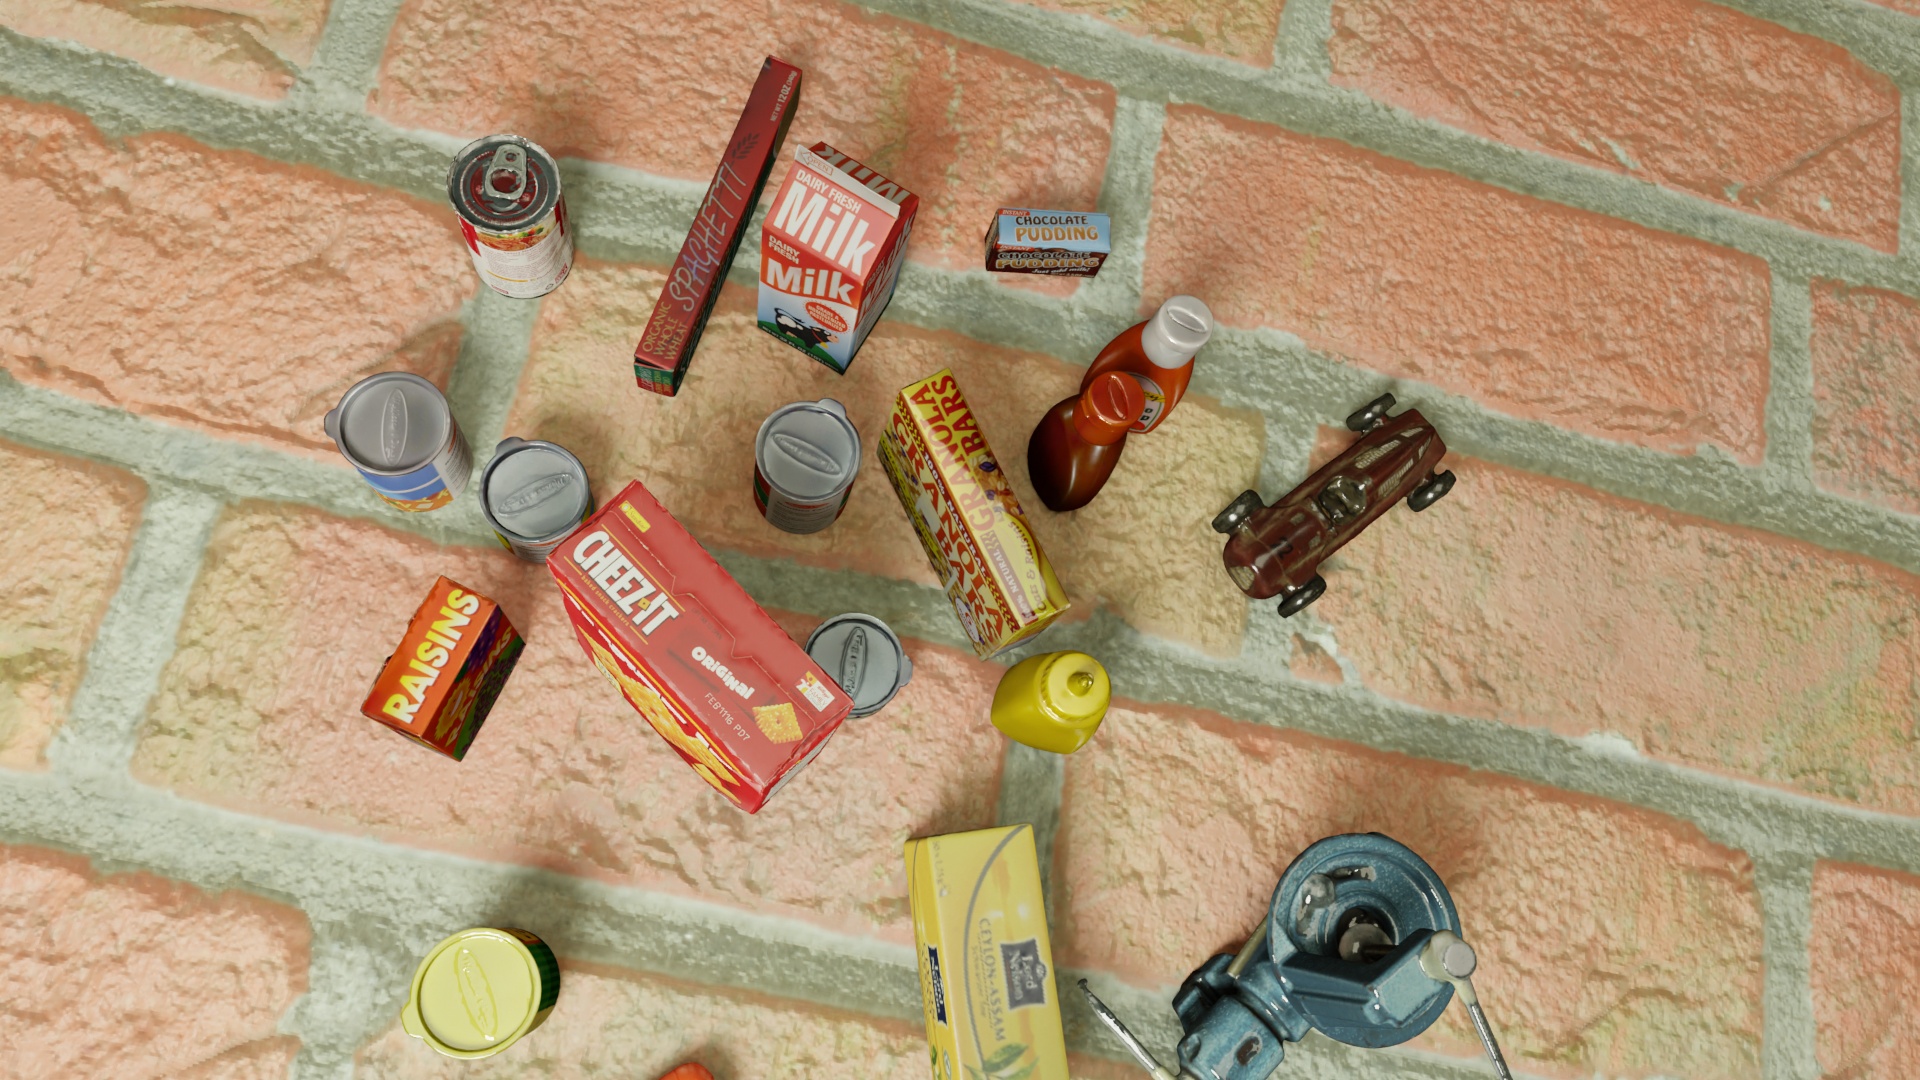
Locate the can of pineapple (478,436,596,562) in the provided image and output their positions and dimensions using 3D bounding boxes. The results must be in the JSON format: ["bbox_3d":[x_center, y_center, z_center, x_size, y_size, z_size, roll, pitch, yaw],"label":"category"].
[{"bbox_3d":[-0.266,-0.025,0.877,0.071,0.057,0.071,3,75,-10],"label":"can of pineapple"}]

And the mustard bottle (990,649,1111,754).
[{"bbox_3d":[0.061,0.096,0.850,0.065,0.159,0.049,22,73,-4],"label":"mustard bottle"}]

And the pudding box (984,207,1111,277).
[{"bbox_3d":[0.062,-0.213,0.994,0.084,0.049,0.030,2,75,-10],"label":"pudding box"}]

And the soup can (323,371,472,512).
[{"bbox_3d":[-0.345,-0.059,0.859,0.071,0.083,0.071,3,75,-10],"label":"soup can"}]

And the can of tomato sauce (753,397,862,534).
[{"bbox_3d":[-0.101,-0.047,0.901,0.071,0.083,0.071,3,75,-10],"label":"can of tomato sauce"}]

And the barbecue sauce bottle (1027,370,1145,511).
[{"bbox_3d":[0.081,-0.067,0.905,0.044,0.148,0.065,-12,78,-13],"label":"barbecue sauce bottle"}]

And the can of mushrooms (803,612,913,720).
[{"bbox_3d":[-0.068,0.083,0.897,0.071,0.033,0.071,3,74,-10],"label":"can of mushrooms"}]

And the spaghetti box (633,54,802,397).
[{"bbox_3d":[-0.165,-0.216,0.953,0.029,0.050,0.251,20,72,-4],"label":"spaghetti box"}]

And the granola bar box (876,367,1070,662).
[{"bbox_3d":[0.003,-0.011,0.888,0.039,0.124,0.165,-24,81,-15],"label":"granola bar box"}]

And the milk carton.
[{"bbox_3d":[-0.080,-0.185,0.886,0.072,0.190,0.073,31,72,-1],"label":"milk carton"}]

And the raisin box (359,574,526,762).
[{"bbox_3d":[-0.298,0.077,0.809,0.040,0.123,0.086,26,72,-3],"label":"raisin box"}]

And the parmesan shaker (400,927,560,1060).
[{"bbox_3d":[-0.266,0.251,0.777,0.071,0.102,0.071,3,75,-10],"label":"parmesan shaker"}]

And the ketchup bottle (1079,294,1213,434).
[{"bbox_3d":[0.127,-0.118,0.928,0.065,0.148,0.044,27,72,-2],"label":"ketchup bottle"}]
